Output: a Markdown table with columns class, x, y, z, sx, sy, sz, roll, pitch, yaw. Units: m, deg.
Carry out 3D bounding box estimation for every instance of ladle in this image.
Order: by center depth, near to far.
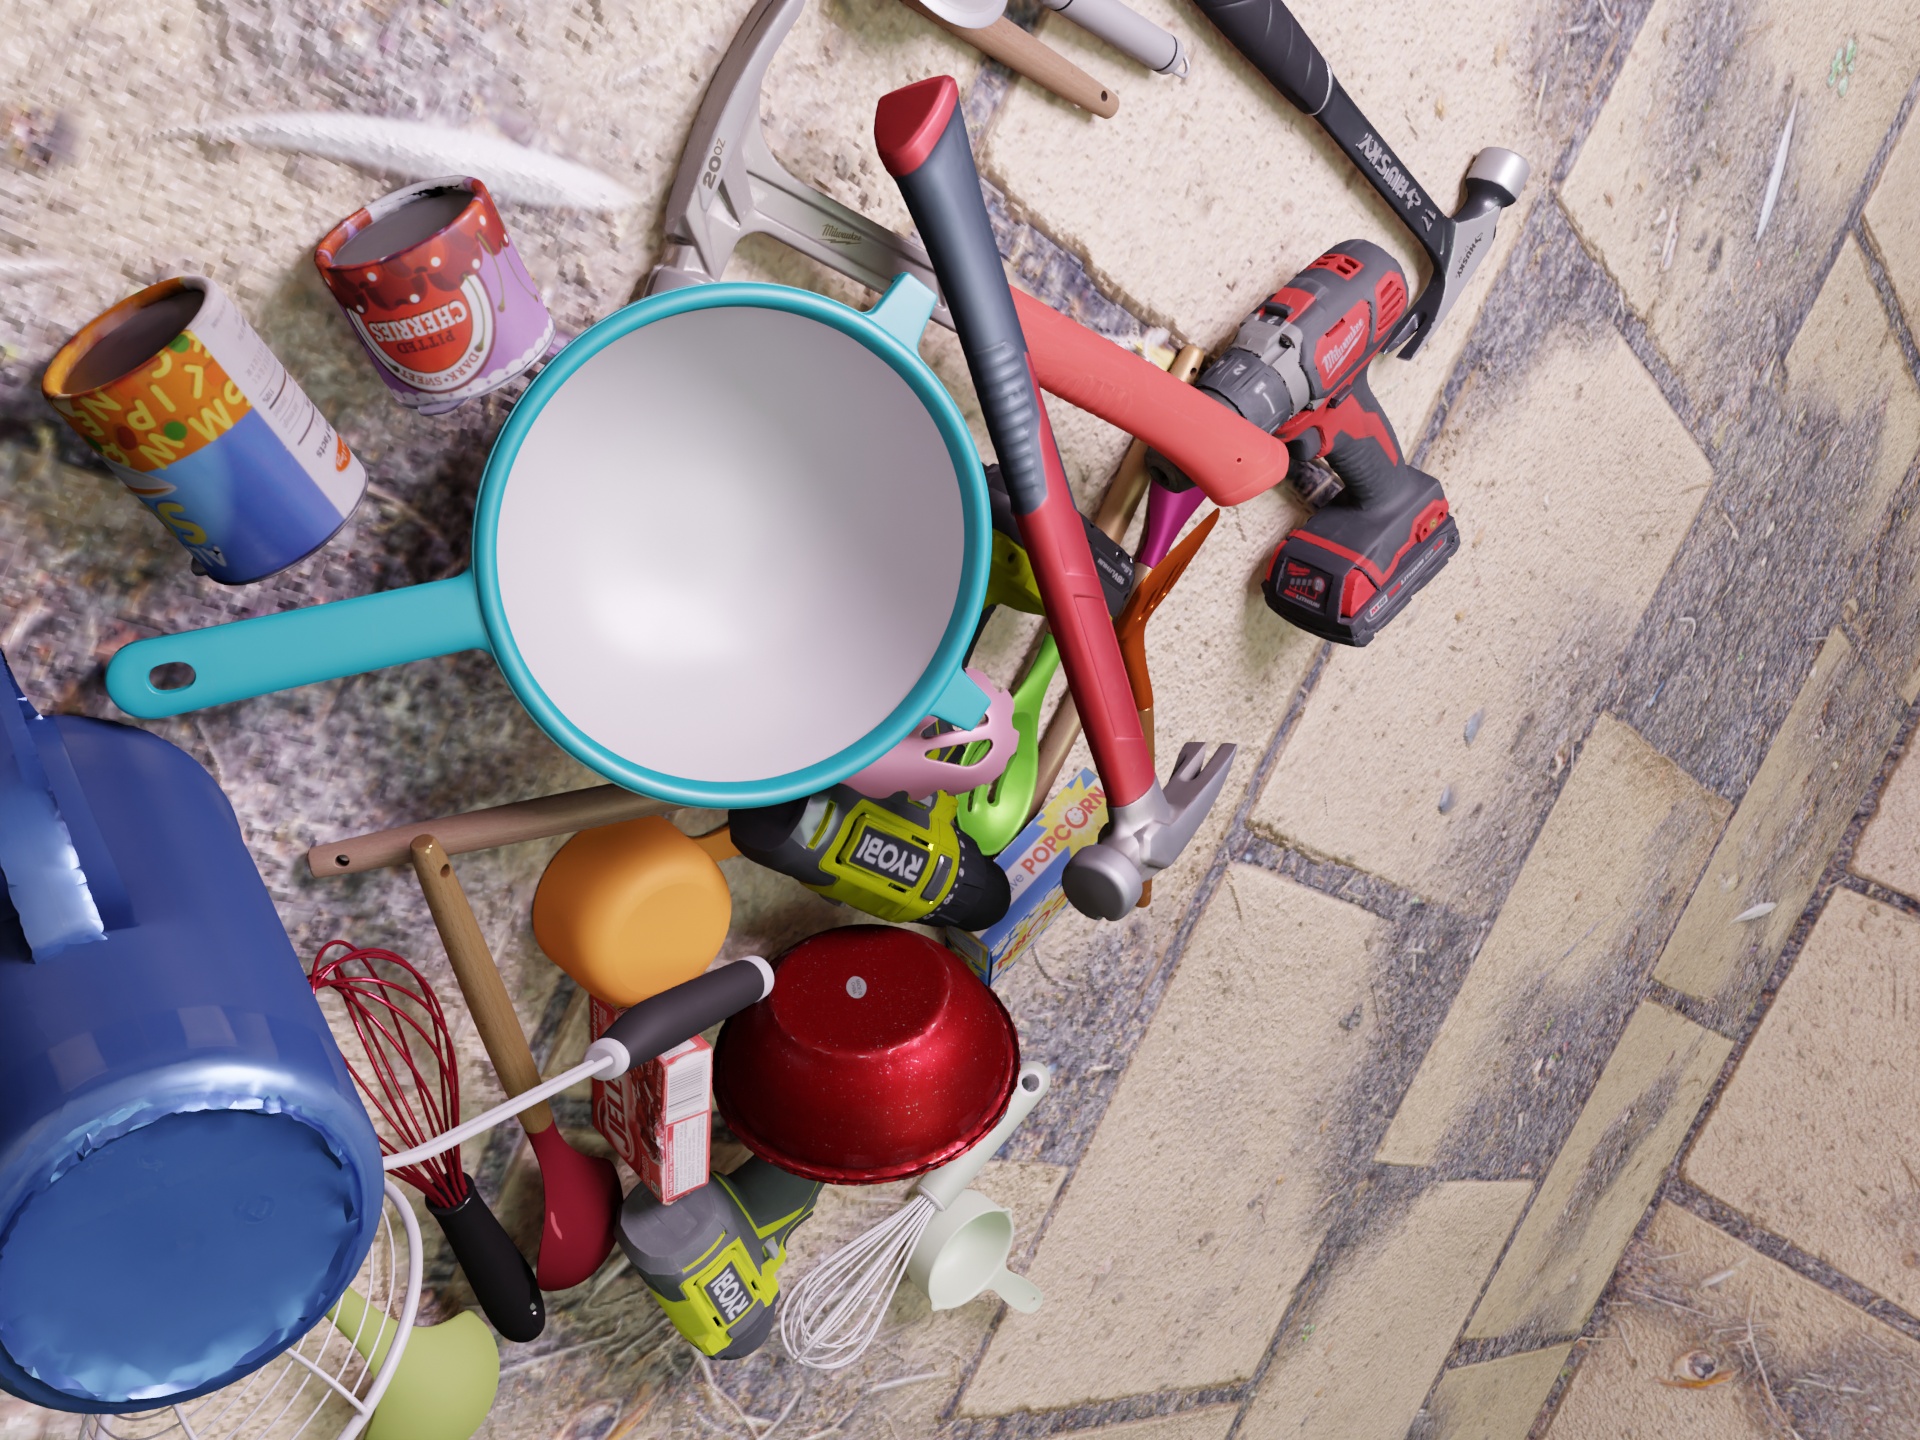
| class | x | y | z | sx | sy | sz | roll | pitch | yaw |
| --- | --- | --- | --- | --- | --- | --- | --- | --- | --- |
| ladle | -0.304 | 0.237 | 0.709 | 0.078 | 0.062 | 0.319 | -52 | 133 | -32 |
| ladle | -0.205 | 0.170 | 0.746 | 0.069 | 0.031 | 0.315 | -57 | 150 | -44 |

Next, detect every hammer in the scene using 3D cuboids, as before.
| class | x | y | z | sx | sy | sz | roll | pitch | yaw |
| --- | --- | --- | --- | --- | --- | --- | --- | --- | --- |
| hammer | 0.048 | -0.102 | 0.739 | 0.143 | 0.038 | 0.386 | -45 | 126 | -43 |
| hammer | 0.031 | -0.192 | 0.751 | 0.358 | 0.037 | 0.149 | 18 | 99 | -36 |
| hammer | 0.204 | -0.341 | 0.892 | 0.408 | 0.036 | 0.149 | 21 | 97 | -48 |

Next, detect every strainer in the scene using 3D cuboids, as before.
| class | x | y | z | sx | sy | sz | roll | pitch | yaw |
| --- | --- | --- | --- | --- | --- | --- | --- | --- | --- |
| strainer | -0.159 | -0.061 | 0.649 | 0.340 | 0.095 | 0.211 | -14 | 110 | -17 |
| strainer | 0.040 | -0.337 | 0.718 | 0.258 | 0.050 | 0.087 | -1 | 81 | -52 |

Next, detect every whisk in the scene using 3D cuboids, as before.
| class | x | y | z | sx | sy | sz | roll | pitch | yaw |
| --- | --- | --- | --- | --- | --- | --- | --- | --- | --- |
| whisk | -0.243 | 0.208 | 0.734 | 0.073 | 0.073 | 0.295 | -35 | 137 | -27 |
| whisk | -0.024 | 0.315 | 1.028 | 0.246 | 0.058 | 0.059 | -45 | 171 | -21 |

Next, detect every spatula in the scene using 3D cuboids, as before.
| class | x | y | z | sx | sy | sz | roll | pitch | yaw |
| --- | --- | --- | --- | --- | --- | --- | --- | --- | --- |
| spatula | -0.031 | -0.323 | 0.678 | 0.315 | 0.018 | 0.060 | 9 | 94 | -47 |
| spatula | 0.118 | 0.011 | 0.973 | 0.081 | 0.041 | 0.322 | -43 | 144 | -33 |

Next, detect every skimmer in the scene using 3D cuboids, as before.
| class | x | y | z | sx | sy | sz | roll | pitch | yaw |
| --- | --- | --- | --- | --- | --- | --- | --- | --- | --- |
| skimmer | -0.175 | 0.184 | 0.637 | 0.363 | 0.127 | 0.090 | -19 | 99 | -63 |

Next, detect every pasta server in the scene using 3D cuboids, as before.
| class | x | y | z | sx | sy | sz | roll | pitch | yaw |
| --- | --- | --- | --- | --- | --- | --- | --- | --- | --- |
| pasta server | -0.120 | 0.029 | 0.701 | 0.316 | 0.040 | 0.060 | -11 | 95 | -13 |

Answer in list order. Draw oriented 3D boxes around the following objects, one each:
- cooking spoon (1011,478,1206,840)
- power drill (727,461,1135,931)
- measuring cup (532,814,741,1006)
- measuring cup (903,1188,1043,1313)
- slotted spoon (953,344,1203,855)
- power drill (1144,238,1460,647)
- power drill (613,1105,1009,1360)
| class | x | y | z | sx | sy | sz | roll | pitch | yaw |
| --- | --- | --- | --- | --- | --- | --- | --- | --- | --- |
| cooking spoon | 0.100 | -0.068 | 0.951 | 0.068 | 0.017 | 0.319 | 25 | 92 | -49 |
| power drill | -0.001 | -0.003 | 0.824 | 0.190 | 0.080 | 0.228 | 30 | 84 | -48 |
| measuring cup | -0.121 | 0.079 | 0.786 | 0.173 | 0.052 | 0.095 | -23 | 127 | -32 |
| measuring cup | 0.014 | 0.375 | 1.102 | 0.083 | 0.038 | 0.167 | -50 | 140 | -12 |
| slotted spoon | 0.068 | -0.070 | 0.913 | 0.070 | 0.031 | 0.314 | 23 | 93 | -47 |
| power drill | 0.206 | -0.147 | 0.952 | 0.188 | 0.080 | 0.226 | -43 | 134 | -14 |
| power drill | -0.079 | 0.254 | 0.898 | 0.223 | 0.080 | 0.171 | -40 | 144 | -24 |
